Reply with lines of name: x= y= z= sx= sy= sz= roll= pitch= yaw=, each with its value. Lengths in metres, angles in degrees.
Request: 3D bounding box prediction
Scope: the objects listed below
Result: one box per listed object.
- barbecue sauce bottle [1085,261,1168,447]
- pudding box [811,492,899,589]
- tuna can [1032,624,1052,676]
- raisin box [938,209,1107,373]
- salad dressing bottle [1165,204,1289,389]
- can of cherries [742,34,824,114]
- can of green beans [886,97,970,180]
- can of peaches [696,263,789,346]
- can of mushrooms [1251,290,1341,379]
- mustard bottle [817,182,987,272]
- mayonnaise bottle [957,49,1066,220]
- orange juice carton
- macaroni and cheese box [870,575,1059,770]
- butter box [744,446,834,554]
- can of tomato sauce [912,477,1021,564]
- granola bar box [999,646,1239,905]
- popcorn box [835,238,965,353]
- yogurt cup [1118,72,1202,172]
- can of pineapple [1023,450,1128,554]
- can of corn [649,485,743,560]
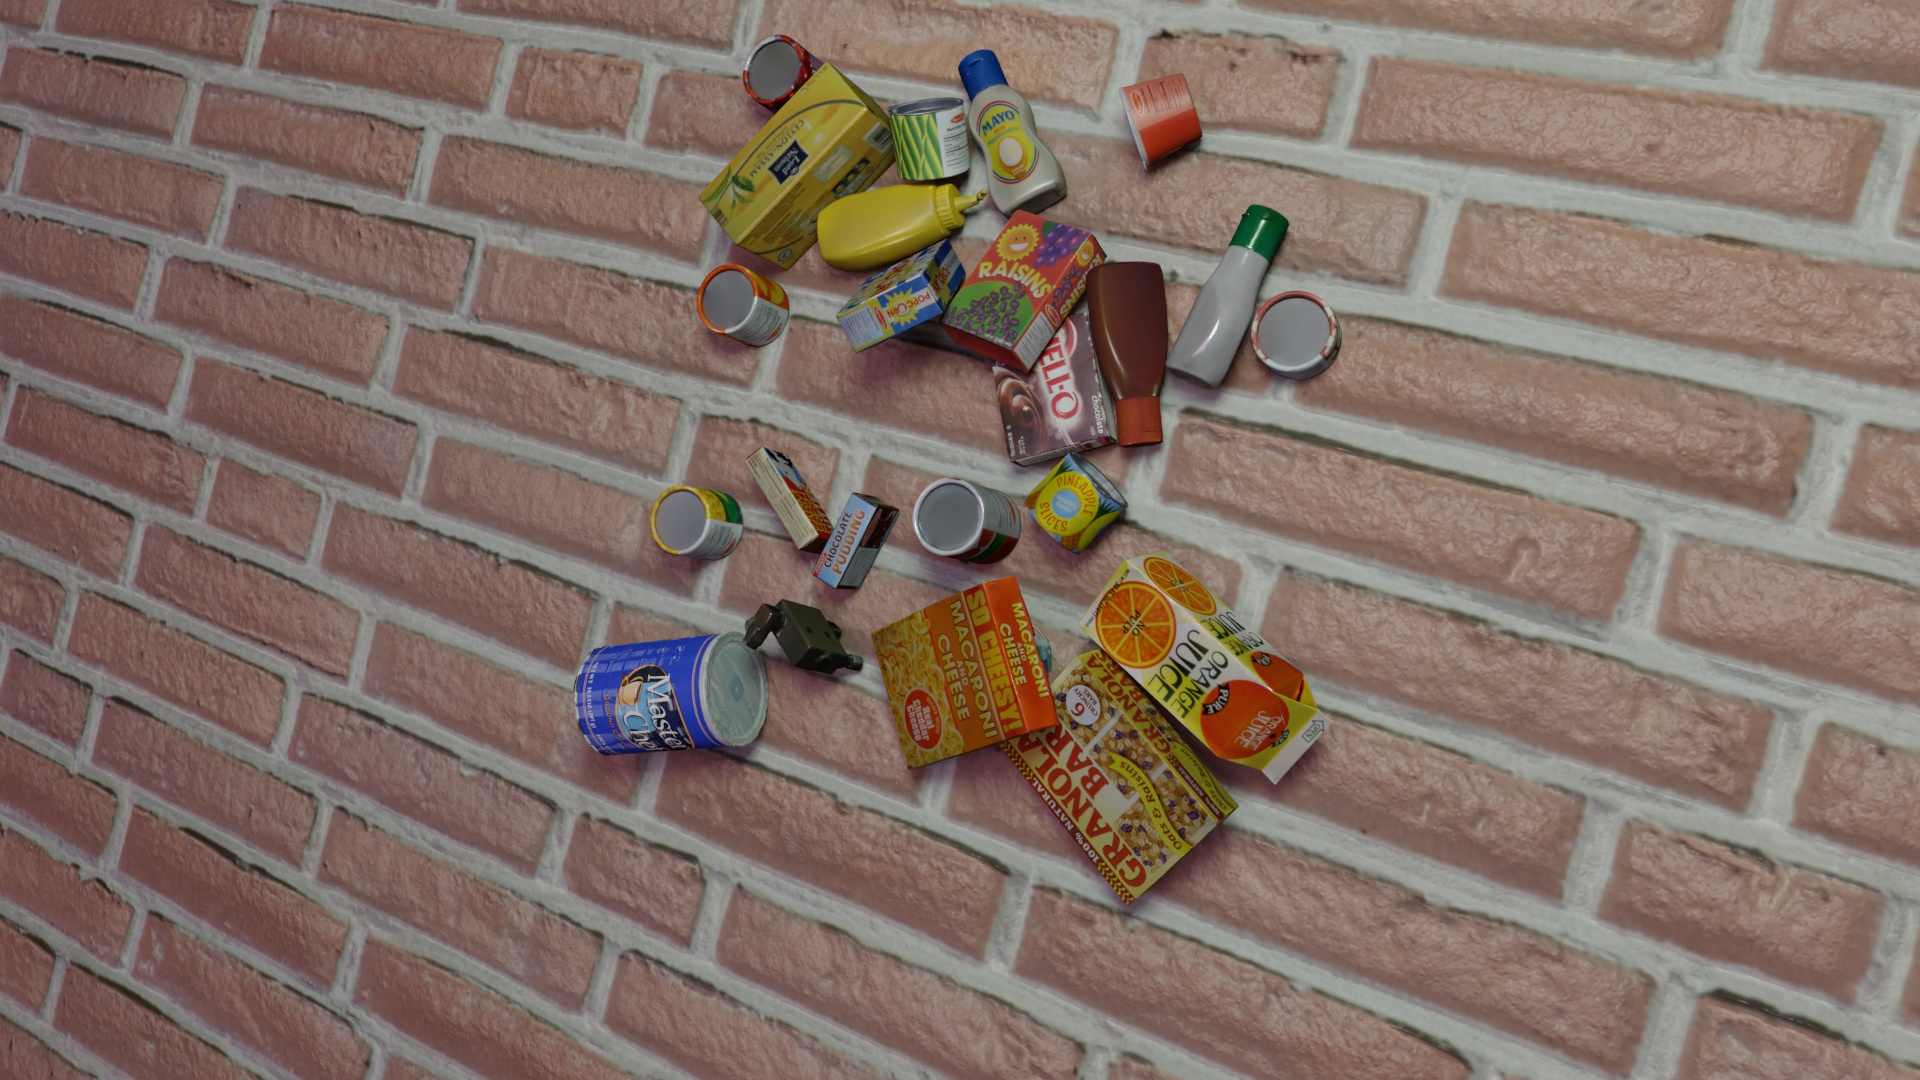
barbecue sauce bottle: x=0.141 y=-0.152 z=1.137 sx=0.065 sy=0.043 sz=0.148 roll=-5 pitch=87 yaw=-20
pudding box: x=-0.092 y=0.001 z=1.223 sx=0.030 sy=0.050 sz=0.083 roll=30 pitch=98 yaw=21
tuna can: x=0.040 y=0.101 z=1.167 sx=0.071 sy=0.033 sz=0.071 roll=-2 pitch=83 yaw=23
raisin box: x=0.052 y=-0.210 z=1.163 sx=0.086 sy=0.040 sz=0.123 roll=27 pitch=78 yaw=37
salad dressing bottle: x=0.215 y=-0.195 z=1.111 sx=0.044 sy=0.064 sz=0.147 roll=26 pitch=89 yaw=-16
can of cherries: x=-0.158 y=-0.425 z=1.289 sx=0.071 sy=0.058 sz=0.071 roll=-2 pitch=84 yaw=23
can of green beans: x=-0.026 y=-0.350 z=1.212 sx=0.071 sy=0.071 sz=0.057 roll=5 pitch=119 yaw=23
can of peaches: x=-0.203 y=-0.219 z=1.288 sx=0.071 sy=0.058 sz=0.071 roll=-2 pitch=85 yaw=23
can of mushrooms: x=0.265 y=-0.165 z=1.098 sx=0.071 sy=0.033 sz=0.071 roll=-2 pitch=84 yaw=24
mustard bottle: x=-0.048 y=-0.284 z=1.234 sx=0.160 sy=0.049 sz=0.065 roll=-10 pitch=76 yaw=21
mayonnaise bottle: x=0.039 y=-0.355 z=1.208 sx=0.064 sy=0.041 sz=0.148 roll=-25 pitch=76 yaw=17
orange juice carton: x=0.192 y=0.098 z=1.074 sx=0.193 sy=0.073 sz=0.071 roll=44 pitch=116 yaw=21
macaroni and cheese box: x=0.001 y=0.110 z=1.136 sx=0.166 sy=0.040 sz=0.124 roll=-27 pitch=76 yaw=49
butter box: x=-0.150 y=-0.035 z=1.250 sx=0.024 sy=0.053 sz=0.103 roll=-38 pitch=73 yaw=13
can of tomato sauce: x=0.004 y=-0.015 z=1.166 sx=0.071 sy=0.083 sz=0.071 roll=-2 pitch=84 yaw=23
granola bar box: x=0.122 y=0.185 z=1.098 sx=0.166 sy=0.039 sz=0.123 roll=50 pitch=127 yaw=19
popcorn box: x=-0.049 y=-0.210 z=1.187 sx=0.085 sy=0.127 sz=0.038 roll=-22 pitch=110 yaw=19
yogurt cup: x=0.166 y=-0.349 z=1.143 sx=0.054 sy=0.072 sz=0.072 roll=-18 pitch=78 yaw=12
can of pineapple: x=0.094 y=-0.031 z=1.137 sx=0.057 sy=0.071 sz=0.071 roll=-46 pitch=70 yaw=14
can of corn: x=-0.246 y=-0.018 z=1.286 sx=0.071 sy=0.058 sz=0.071 roll=-2 pitch=84 yaw=22
